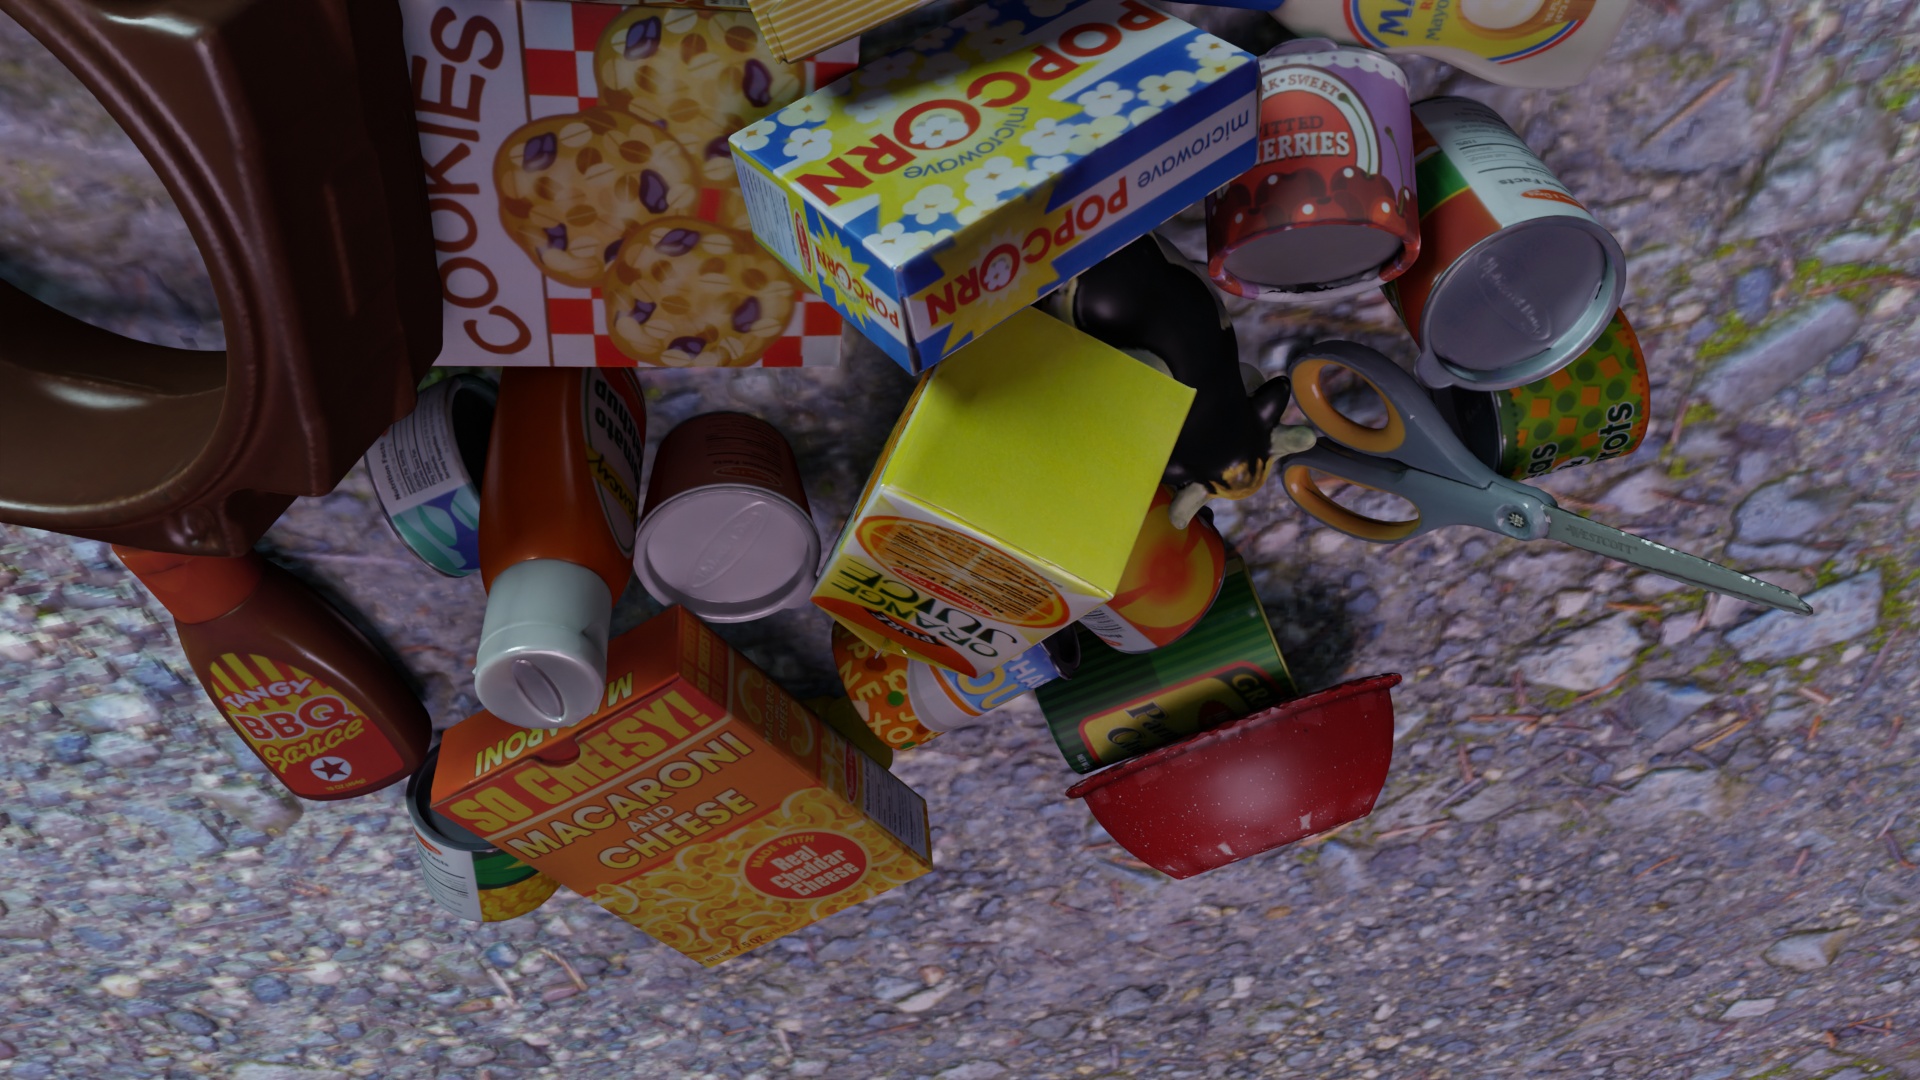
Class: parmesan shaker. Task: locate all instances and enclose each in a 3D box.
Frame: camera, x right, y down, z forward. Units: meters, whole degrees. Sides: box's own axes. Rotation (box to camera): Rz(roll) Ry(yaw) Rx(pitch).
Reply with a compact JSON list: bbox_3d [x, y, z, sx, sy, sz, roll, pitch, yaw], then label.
[{"bbox_3d":[0.089,0.057,0.614,0.103,0.071,0.071,-23,133,11],"label":"parmesan shaker"}]

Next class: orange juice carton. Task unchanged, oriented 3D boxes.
[{"bbox_3d":[0.002,-0.006,0.472,0.073,0.072,0.192,26,161,-6],"label":"orange juice carton"}]

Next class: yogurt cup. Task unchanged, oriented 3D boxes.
[{"bbox_3d":[-0.088,-0.011,0.523,0.072,0.054,0.072,-6,133,-6],"label":"yogurt cup"}]

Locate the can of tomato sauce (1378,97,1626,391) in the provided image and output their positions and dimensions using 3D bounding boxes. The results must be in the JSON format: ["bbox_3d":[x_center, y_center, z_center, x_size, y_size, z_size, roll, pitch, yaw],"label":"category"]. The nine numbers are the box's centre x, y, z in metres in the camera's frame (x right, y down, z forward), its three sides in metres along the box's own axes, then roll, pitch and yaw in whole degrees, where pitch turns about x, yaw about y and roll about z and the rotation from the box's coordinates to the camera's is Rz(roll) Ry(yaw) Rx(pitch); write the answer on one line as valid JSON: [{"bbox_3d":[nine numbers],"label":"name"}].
[{"bbox_3d":[0.171,-0.100,0.471,0.071,0.083,0.070,-6,133,-6],"label":"can of tomato sauce"}]

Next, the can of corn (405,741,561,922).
[{"bbox_3d":[-0.207,0.126,0.621,0.071,0.071,0.058,0,133,-11],"label":"can of corn"}]

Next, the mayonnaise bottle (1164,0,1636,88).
[{"bbox_3d":[0.131,-0.175,0.421,0.148,0.041,0.064,1,136,-12],"label":"mayonnaise bottle"}]

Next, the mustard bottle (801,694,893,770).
[{"bbox_3d":[-0.083,0.107,0.638,0.160,0.049,0.065,-27,133,14],"label":"mustard bottle"}]

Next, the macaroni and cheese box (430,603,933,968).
[{"bbox_3d":[-0.107,0.108,0.568,0.123,0.040,0.166,-28,132,18],"label":"macaroni and cheese box"}]

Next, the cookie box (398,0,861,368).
[{"bbox_3d":[-0.119,-0.114,0.431,0.168,0.040,0.122,-1,132,-11],"label":"cookie box"}]

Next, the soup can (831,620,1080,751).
[{"bbox_3d":[-0.001,0.044,0.579,0.083,0.072,0.071,-29,131,16],"label":"soup can"}]

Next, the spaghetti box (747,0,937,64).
[{"bbox_3d":[0.055,-0.199,0.366,0.250,0.029,0.050,-23,119,1],"label":"spaghetti box"}]

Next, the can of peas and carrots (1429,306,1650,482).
[{"bbox_3d":[0.220,-0.055,0.531,0.059,0.071,0.070,-14,134,1],"label":"can of peas and carrots"}]

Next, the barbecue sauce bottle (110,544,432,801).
[{"bbox_3d":[-0.270,0.043,0.545,0.065,0.044,0.147,-13,133,4],"label":"barbecue sauce bottle"}]

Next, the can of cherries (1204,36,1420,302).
[{"bbox_3d":[0.109,-0.114,0.439,0.071,0.058,0.071,0,168,0],"label":"can of cherries"}]

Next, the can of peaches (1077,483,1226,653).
[{"bbox_3d":[0.065,0.001,0.559,0.071,0.071,0.058,-36,129,22],"label":"can of peaches"}]

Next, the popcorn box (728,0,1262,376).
[{"bbox_3d":[0.011,-0.110,0.395,0.127,0.085,0.038,-34,143,-18],"label":"popcorn box"}]

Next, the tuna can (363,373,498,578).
[{"bbox_3d":[-0.173,-0.022,0.489,0.033,0.071,0.070,-22,133,9],"label":"tuna can"}]

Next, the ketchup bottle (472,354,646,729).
[{"bbox_3d":[-0.130,-0.007,0.453,0.043,0.149,0.064,-15,134,5],"label":"ketchup bottle"}]
